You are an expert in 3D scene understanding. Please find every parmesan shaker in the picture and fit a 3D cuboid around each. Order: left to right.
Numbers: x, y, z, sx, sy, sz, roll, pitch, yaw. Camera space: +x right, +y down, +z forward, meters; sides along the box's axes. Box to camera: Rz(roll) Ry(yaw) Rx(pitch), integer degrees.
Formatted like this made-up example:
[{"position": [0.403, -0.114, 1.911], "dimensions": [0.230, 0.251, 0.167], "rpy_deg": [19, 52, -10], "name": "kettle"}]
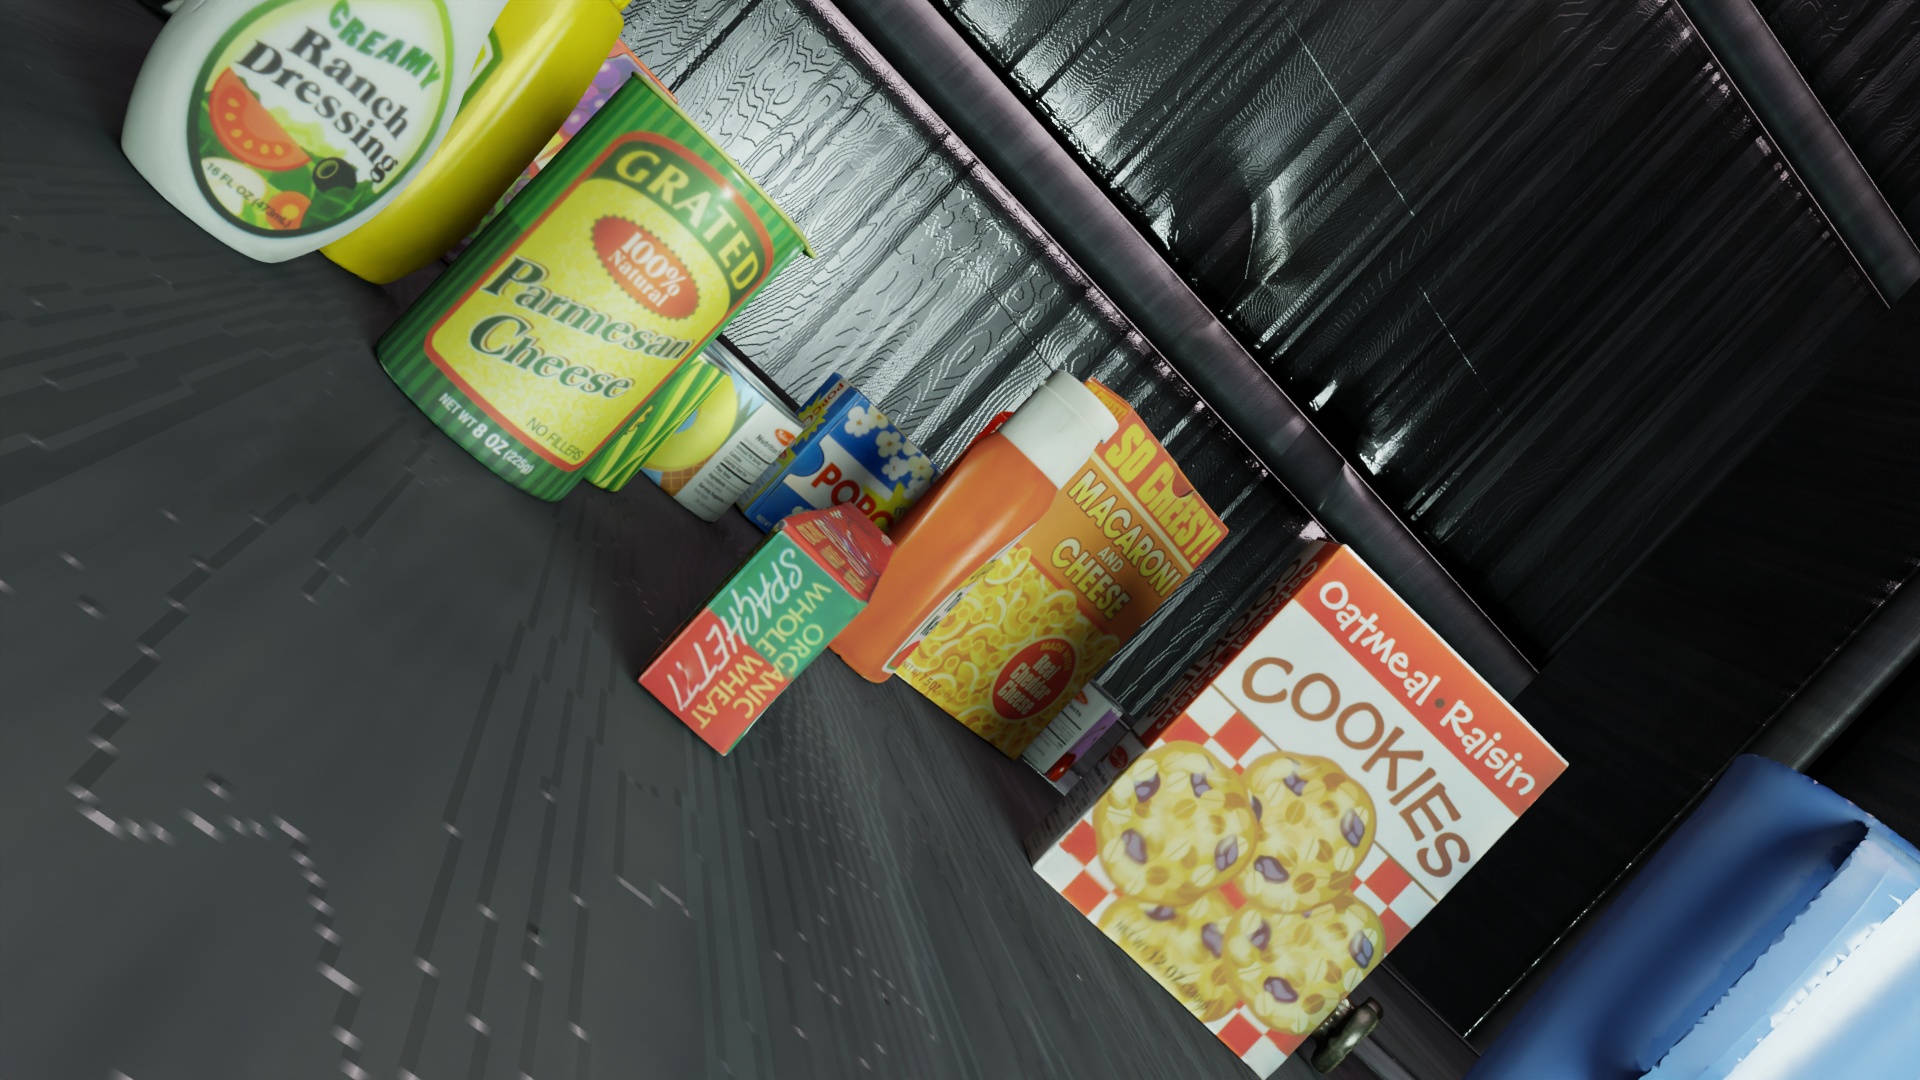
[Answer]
[{"position": [-0.099, -0.067, 0.387], "dimensions": [0.071, 0.103, 0.071], "rpy_deg": [44, 1, -1], "name": "parmesan shaker"}]

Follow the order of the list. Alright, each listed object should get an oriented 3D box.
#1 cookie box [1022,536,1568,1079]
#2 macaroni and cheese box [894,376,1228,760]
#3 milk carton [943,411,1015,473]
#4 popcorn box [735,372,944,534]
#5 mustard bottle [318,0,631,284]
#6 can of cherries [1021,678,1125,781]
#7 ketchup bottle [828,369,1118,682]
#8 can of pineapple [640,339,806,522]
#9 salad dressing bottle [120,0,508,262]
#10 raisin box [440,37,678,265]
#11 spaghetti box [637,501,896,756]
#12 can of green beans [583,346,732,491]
[{"position": [0.127, 0.100, 0.532], "dimensions": [0.123, 0.167, 0.040], "rpy_deg": [44, 0, -6], "name": "cookie box"}, {"position": [0.045, 0.019, 0.692], "dimensions": [0.040, 0.166, 0.123], "rpy_deg": [44, 1, 44], "name": "macaroni and cheese box"}, {"position": [0.020, -0.032, 1.055], "dimensions": [0.073, 0.190, 0.072], "rpy_deg": [44, 1, 4], "name": "milk carton"}, {"position": [-0.049, -0.016, 0.733], "dimensions": [0.126, 0.085, 0.038], "rpy_deg": [43, 1, -38], "name": "popcorn box"}, {"position": [-0.149, -0.155, 0.435], "dimensions": [0.065, 0.160, 0.049], "rpy_deg": [44, 0, 6], "name": "mustard bottle"}, {"position": [0.053, 0.097, 0.807], "dimensions": [0.071, 0.058, 0.071], "rpy_deg": [44, 1, -1], "name": "can of cherries"}, {"position": [0.002, -0.007, 0.583], "dimensions": [0.043, 0.149, 0.065], "rpy_deg": [44, 1, 0], "name": "ketchup bottle"}, {"position": [-0.110, -0.051, 0.587], "dimensions": [0.071, 0.058, 0.071], "rpy_deg": [44, 1, -1], "name": "can of pineapple"}, {"position": [-0.142, -0.138, 0.351], "dimensions": [0.044, 0.147, 0.064], "rpy_deg": [44, 1, 42], "name": "salad dressing bottle"}, {"position": [-0.197, -0.180, 0.605], "dimensions": [0.086, 0.123, 0.040], "rpy_deg": [43, 1, -34], "name": "raisin box"}, {"position": [-0.049, 0.016, 0.427], "dimensions": [0.028, 0.050, 0.250], "rpy_deg": [44, 1, -3], "name": "spaghetti box"}, {"position": [-0.121, -0.059, 0.468], "dimensions": [0.071, 0.058, 0.071], "rpy_deg": [44, 1, -1], "name": "can of green beans"}]
